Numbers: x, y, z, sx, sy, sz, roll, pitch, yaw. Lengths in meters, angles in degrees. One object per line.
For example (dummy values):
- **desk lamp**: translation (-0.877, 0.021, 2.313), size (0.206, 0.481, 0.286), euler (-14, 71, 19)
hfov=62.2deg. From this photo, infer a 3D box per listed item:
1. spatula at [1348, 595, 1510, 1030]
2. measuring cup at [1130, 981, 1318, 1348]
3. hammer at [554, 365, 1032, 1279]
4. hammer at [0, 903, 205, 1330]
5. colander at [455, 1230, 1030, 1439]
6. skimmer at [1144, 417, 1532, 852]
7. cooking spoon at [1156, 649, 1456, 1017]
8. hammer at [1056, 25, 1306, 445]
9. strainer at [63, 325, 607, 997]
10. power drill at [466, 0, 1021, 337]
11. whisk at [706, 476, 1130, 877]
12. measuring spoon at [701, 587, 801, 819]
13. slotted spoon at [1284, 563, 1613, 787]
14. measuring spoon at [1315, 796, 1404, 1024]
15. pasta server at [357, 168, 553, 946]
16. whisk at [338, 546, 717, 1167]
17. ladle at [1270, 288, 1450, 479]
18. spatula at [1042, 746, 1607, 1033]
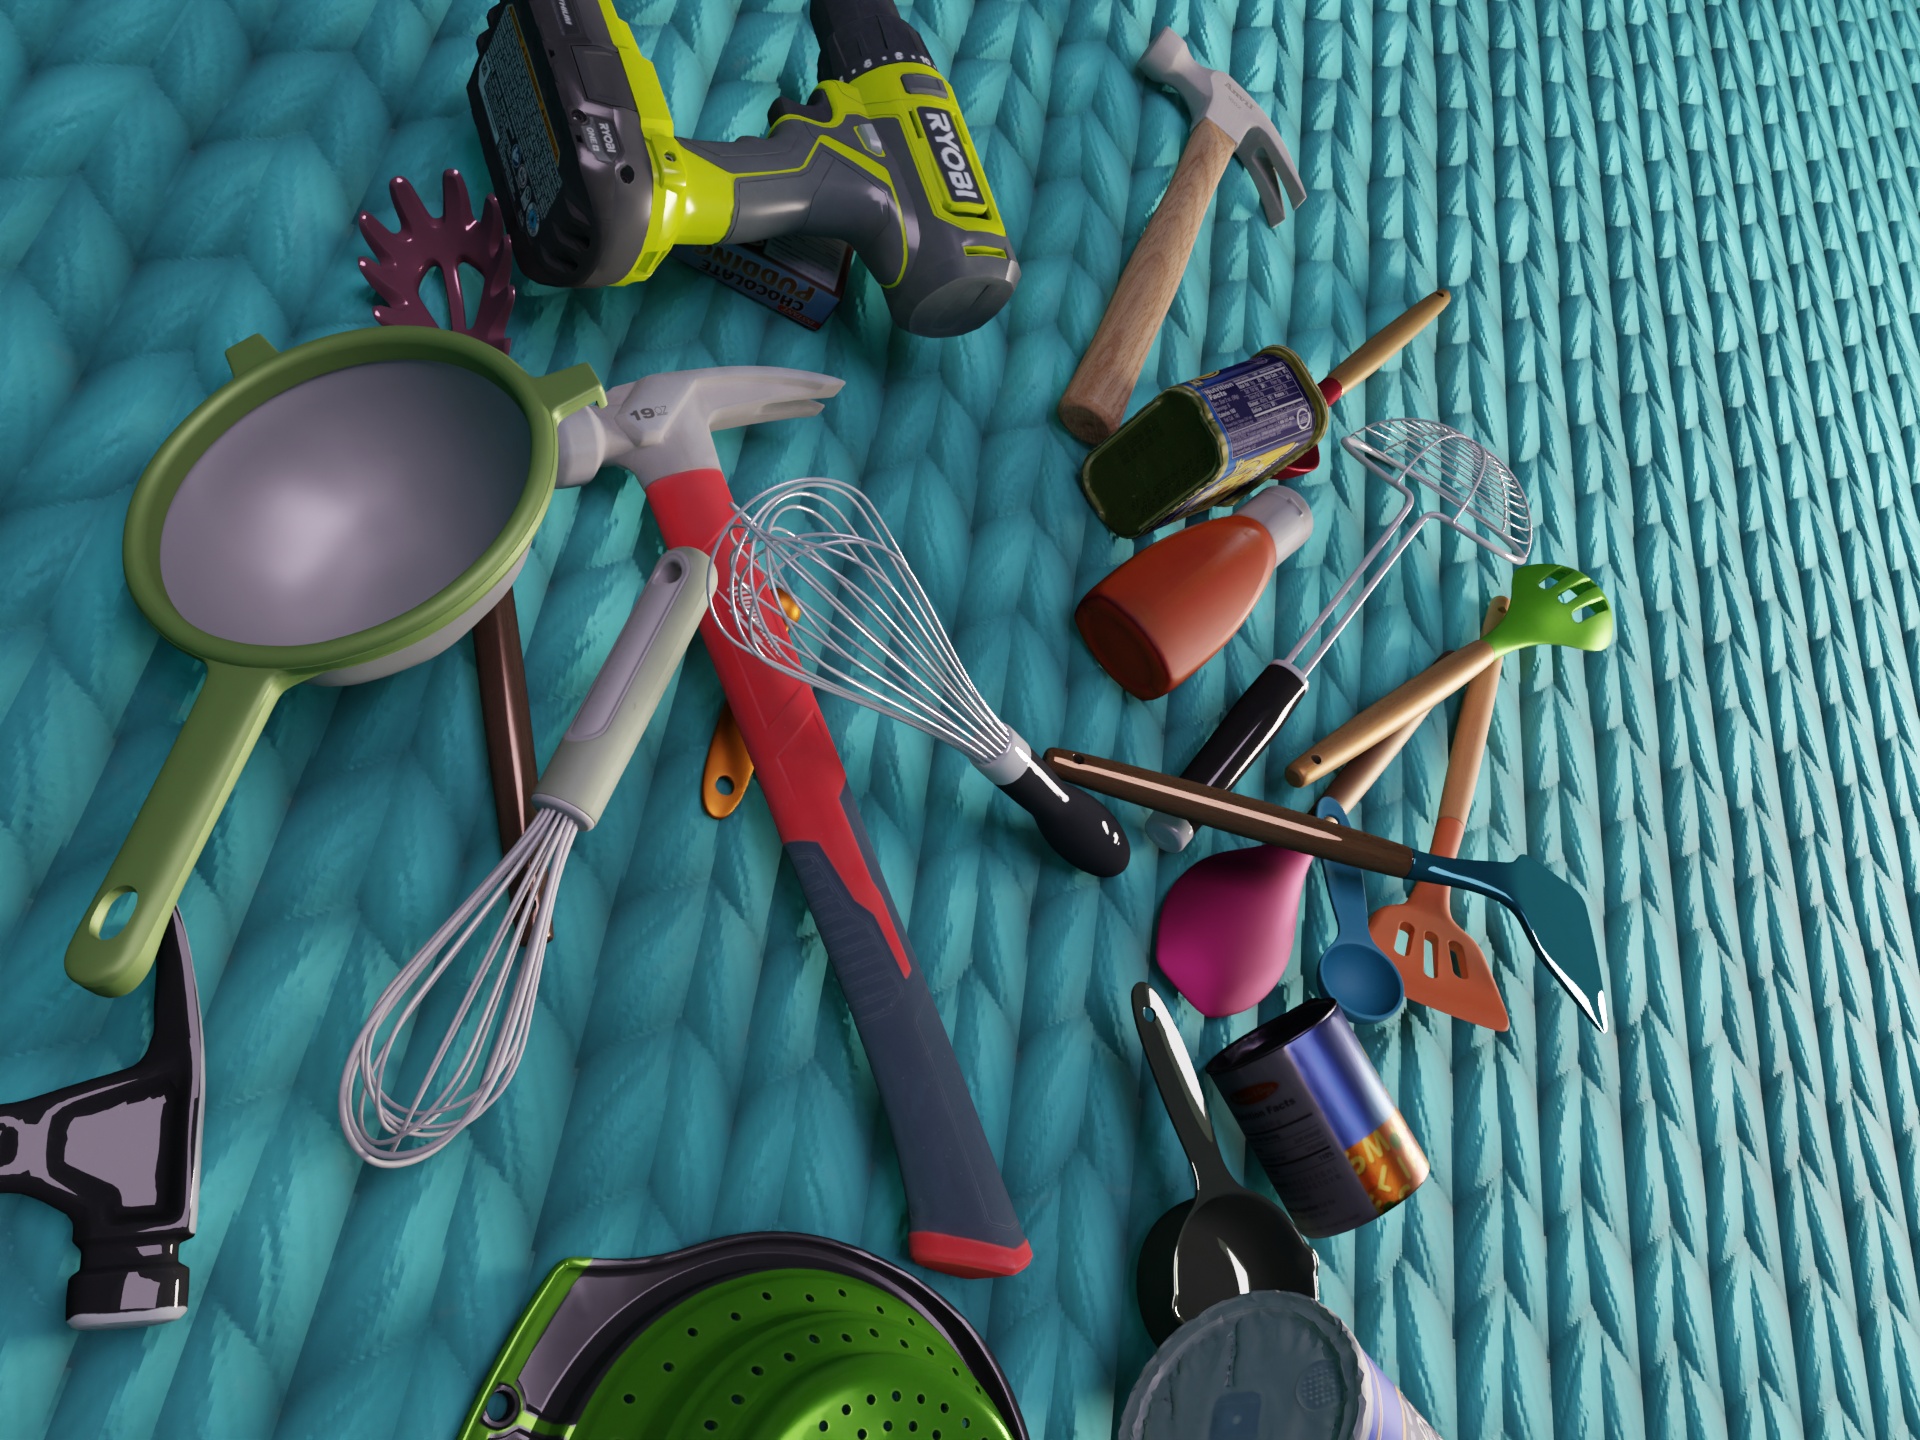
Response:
- **spatula**: translation (0.276, 0.035, 0.869), size (0.081, 0.041, 0.323), euler (22, 51, 7)
- **measuring cup**: translation (0.095, 0.195, 0.674), size (0.083, 0.038, 0.168), euler (-6, 69, -35)
- **hammer**: translation (-0.046, 0.033, 0.649), size (0.143, 0.038, 0.386), euler (-16, 79, -36)
- **hammer**: translation (-0.378, 0.105, 0.407), size (0.336, 0.034, 0.127), euler (6, 65, -31)
- **colander**: translation (0.023, 0.309, 0.532), size (0.397, 0.094, 0.205), euler (34, 53, -15)
- **skimmer**: translation (0.199, -0.047, 0.864), size (0.127, 0.090, 0.363), euler (37, 61, 10)
- **cooking spoon**: translation (0.194, 0.043, 0.825), size (0.069, 0.017, 0.319), euler (48, 50, 2)
- **hammer**: translation (0.122, -0.276, 0.928), size (0.130, 0.031, 0.331), euler (34, 53, -15)
- **strainer**: translation (-0.219, -0.019, 0.539), size (0.151, 0.069, 0.257), euler (7, 61, 12)
- **power drill**: translation (-0.093, -0.269, 0.714), size (0.228, 0.080, 0.191), euler (-9, 73, -37)
- **whisk**: translation (0.000, -0.003, 0.639), size (0.284, 0.070, 0.070), euler (42, 46, -44)
- **measuring spoon**: translation (-0.087, -0.010, 0.670), size (0.021, 0.011, 0.117), euler (27, 56, -20)
- **slotted spoon**: translation (0.280, -0.028, 0.889), size (0.314, 0.031, 0.070), euler (-27, 67, -36)
- **measuring spoon**: translation (0.184, 0.093, 0.771), size (0.042, 0.021, 0.129), euler (10, 48, -10)
- **pasta server**: translation (-0.187, -0.069, 0.617), size (0.060, 0.040, 0.316), euler (-10, 73, -6)
- **whisk**: translation (-0.144, 0.039, 0.560), size (0.059, 0.058, 0.246), euler (52, 53, -47)
- **ladle**: translation (0.237, -0.214, 0.975), size (0.069, 0.031, 0.315), euler (39, 47, 13)
- **spatula**: translation (0.183, 0.068, 0.756), size (0.317, 0.044, 0.082), euler (17, 50, -12)
